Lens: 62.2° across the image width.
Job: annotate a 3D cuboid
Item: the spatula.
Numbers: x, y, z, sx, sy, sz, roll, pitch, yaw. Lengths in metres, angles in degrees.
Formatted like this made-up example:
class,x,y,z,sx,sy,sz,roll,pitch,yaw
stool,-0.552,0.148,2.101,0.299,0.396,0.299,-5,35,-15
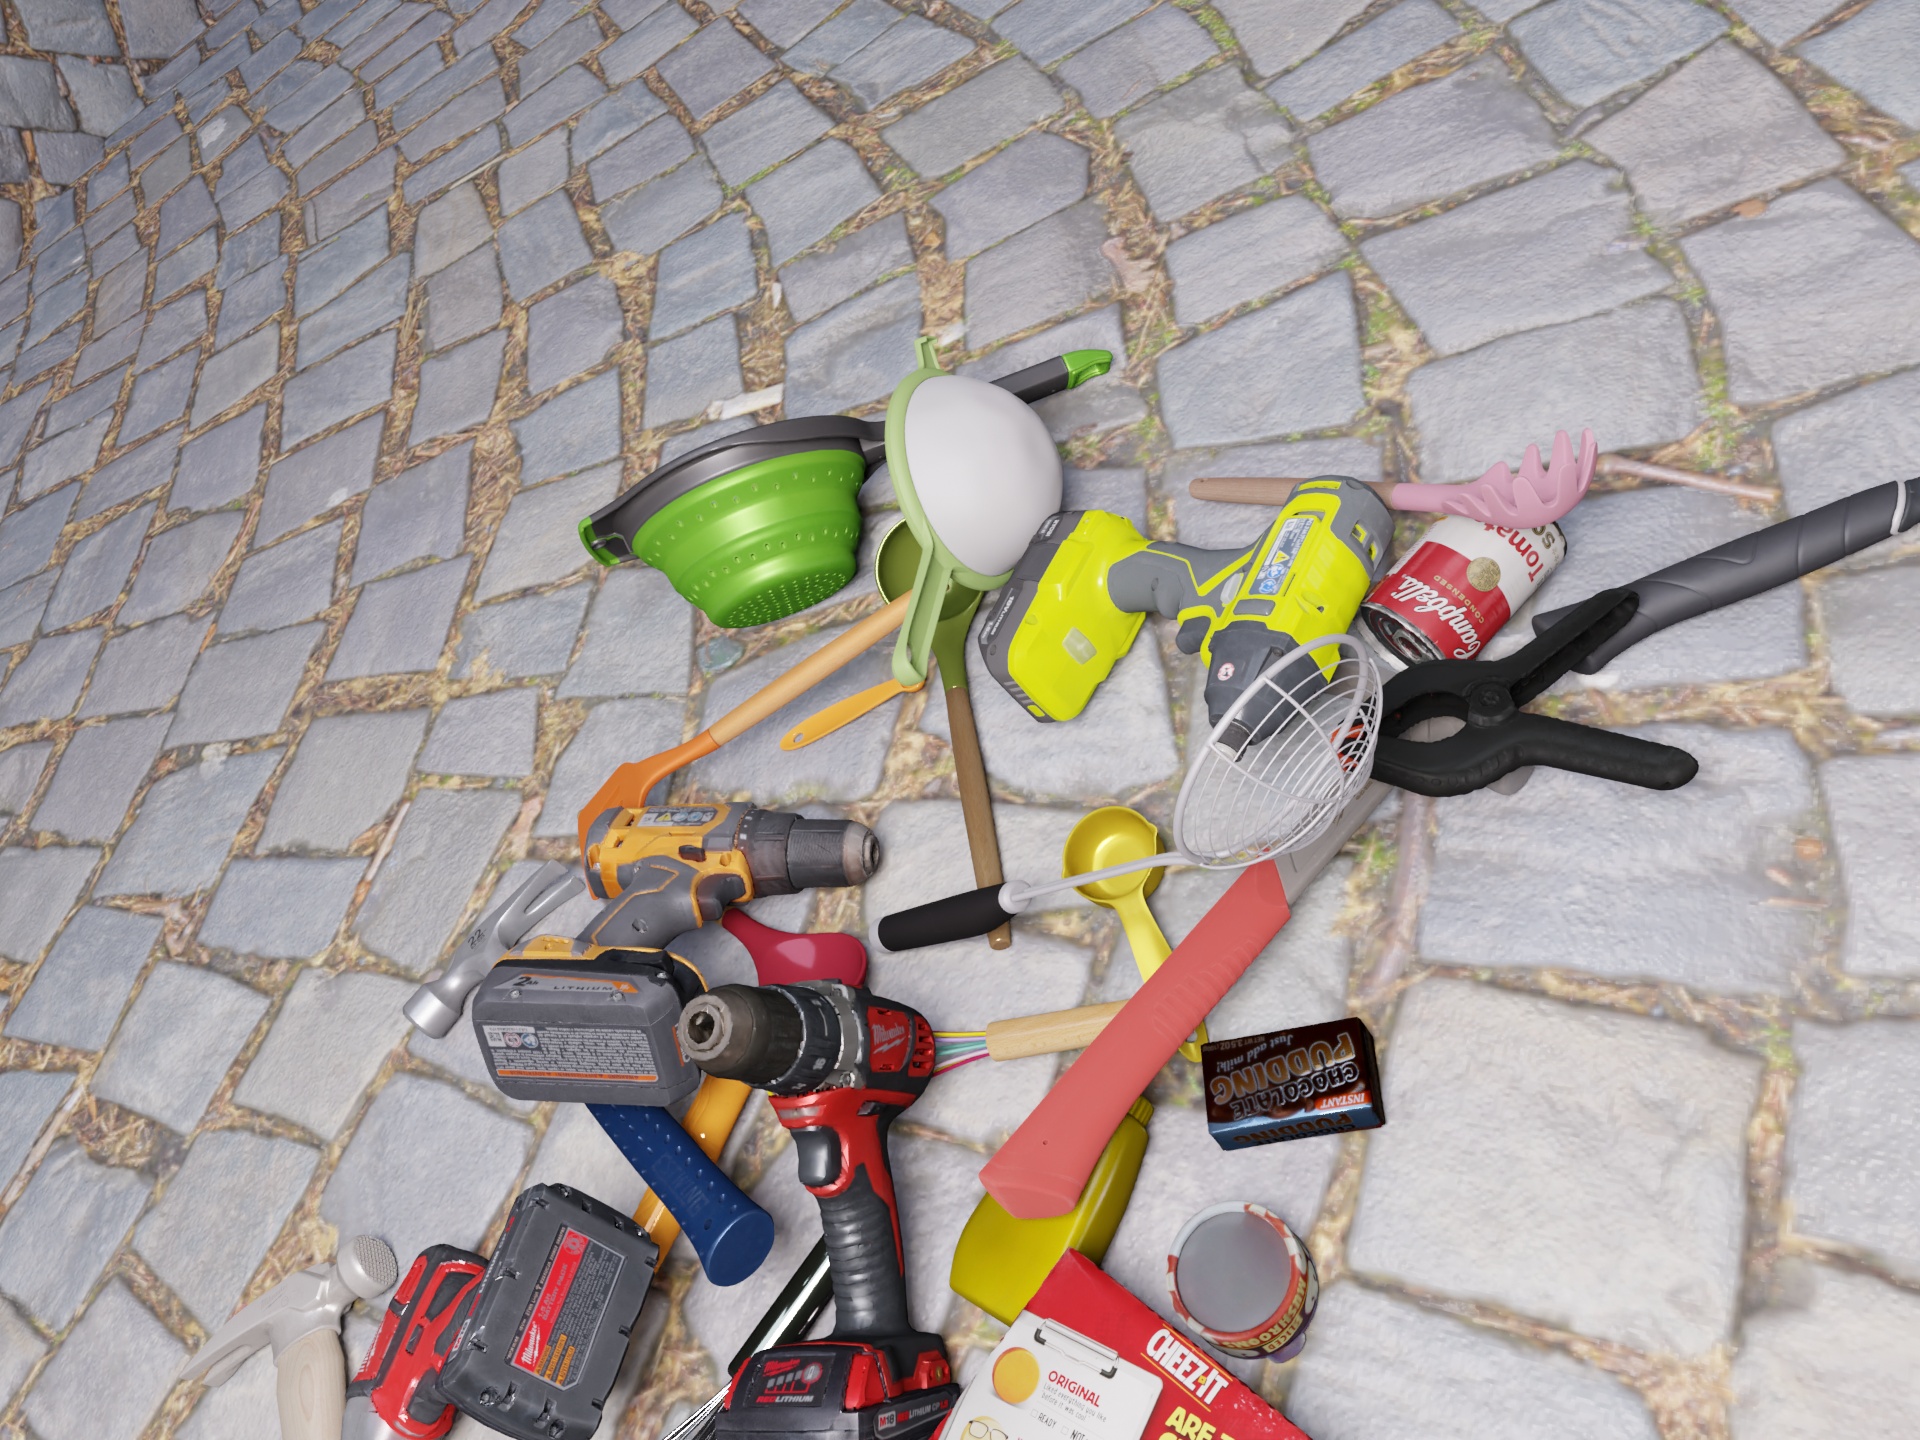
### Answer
class,x,y,z,sx,sy,sz,roll,pitch,yaw
spatula,-0.138,0.002,1.055,0.322,0.041,0.081,-33,47,10

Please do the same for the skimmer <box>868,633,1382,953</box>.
class,x,y,z,sx,sy,sz,roll,pitch,yaw
skimmer,0.063,0.052,0.834,0.363,0.127,0.090,-23,82,45

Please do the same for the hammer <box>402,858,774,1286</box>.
class,x,y,z,sx,sy,sz,roll,pitch,yaw
hammer,-0.218,0.203,0.949,0.144,0.035,0.406,-50,37,-12

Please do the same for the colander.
class,x,y,z,sx,sy,sz,roll,pitch,yaw
colander,-0.063,-0.156,1.124,0.397,0.204,0.094,-22,82,-5

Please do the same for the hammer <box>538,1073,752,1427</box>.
class,x,y,z,sx,sy,sz,roll,pitch,yaw
hammer,-0.185,0.312,0.876,0.127,0.034,0.337,-17,41,56

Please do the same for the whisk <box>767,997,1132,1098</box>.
class,x,y,z,sx,sy,sz,roll,pitch,yaw
whisk,-0.001,0.184,0.878,0.245,0.051,0.047,-14,74,20

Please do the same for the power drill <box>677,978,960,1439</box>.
class,x,y,z,sx,sy,sz,roll,pitch,yaw
power drill,-0.070,0.235,0.760,0.080,0.187,0.227,-11,71,23

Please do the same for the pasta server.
class,x,y,z,sx,sy,sz,roll,pitch,yaw
pasta server,0.230,-0.136,0.911,0.060,0.040,0.316,-34,23,-21

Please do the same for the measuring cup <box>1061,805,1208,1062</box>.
class,x,y,z,sx,sy,sz,roll,pitch,yaw
measuring cup,0.105,0.119,0.880,0.062,0.029,0.157,-30,59,14

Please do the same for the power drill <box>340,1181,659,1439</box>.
class,x,y,z,sx,sy,sz,roll,pitch,yaw
power drill,-0.259,0.336,0.842,0.219,0.078,0.143,-35,27,41

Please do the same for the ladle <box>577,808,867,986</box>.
class,x,y,z,sx,sy,sz,roll,pitch,yaw
ladle,-0.166,0.118,1.033,0.069,0.031,0.316,-42,43,-22

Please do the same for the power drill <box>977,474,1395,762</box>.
class,x,y,z,sx,sy,sz,roll,pitch,yaw
power drill,0.121,-0.056,0.917,0.223,0.080,0.171,5,58,50

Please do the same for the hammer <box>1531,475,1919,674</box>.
class,x,y,z,sx,sy,sz,roll,pitch,yaw
hammer,0.496,-0.121,0.811,0.409,0.036,0.149,-23,48,15

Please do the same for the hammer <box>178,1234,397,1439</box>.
class,x,y,z,sx,sy,sz,roll,pitch,yaw
hammer,-0.349,0.493,0.863,0.146,0.038,0.411,-35,47,6

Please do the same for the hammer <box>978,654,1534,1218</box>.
class,x,y,z,sx,sy,sz,roll,pitch,yaw
hammer,0.133,0.105,0.819,0.359,0.036,0.149,-44,47,-19

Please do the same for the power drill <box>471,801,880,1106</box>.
class,x,y,z,sx,sy,sz,roll,pitch,yaw
power drill,-0.157,0.122,0.928,0.185,0.084,0.226,-1,28,14

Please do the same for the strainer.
class,x,y,z,sx,sy,sz,roll,pitch,yaw
strainer,0.012,-0.125,0.991,0.069,0.151,0.257,-17,41,32

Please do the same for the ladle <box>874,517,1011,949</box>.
class,x,y,z,sx,sy,sz,roll,pitch,yaw
ladle,-0.002,-0.003,1.006,0.078,0.062,0.320,-14,53,6

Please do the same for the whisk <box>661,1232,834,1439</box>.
class,x,y,z,sx,sy,sz,roll,pitch,yaw
whisk,-0.116,0.351,0.827,0.059,0.057,0.246,36,74,7

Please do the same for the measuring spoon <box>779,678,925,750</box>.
class,x,y,z,sx,sy,sz,roll,pitch,yaw
measuring spoon,-0.073,-0.006,1.081,0.117,0.011,0.021,-27,48,16
